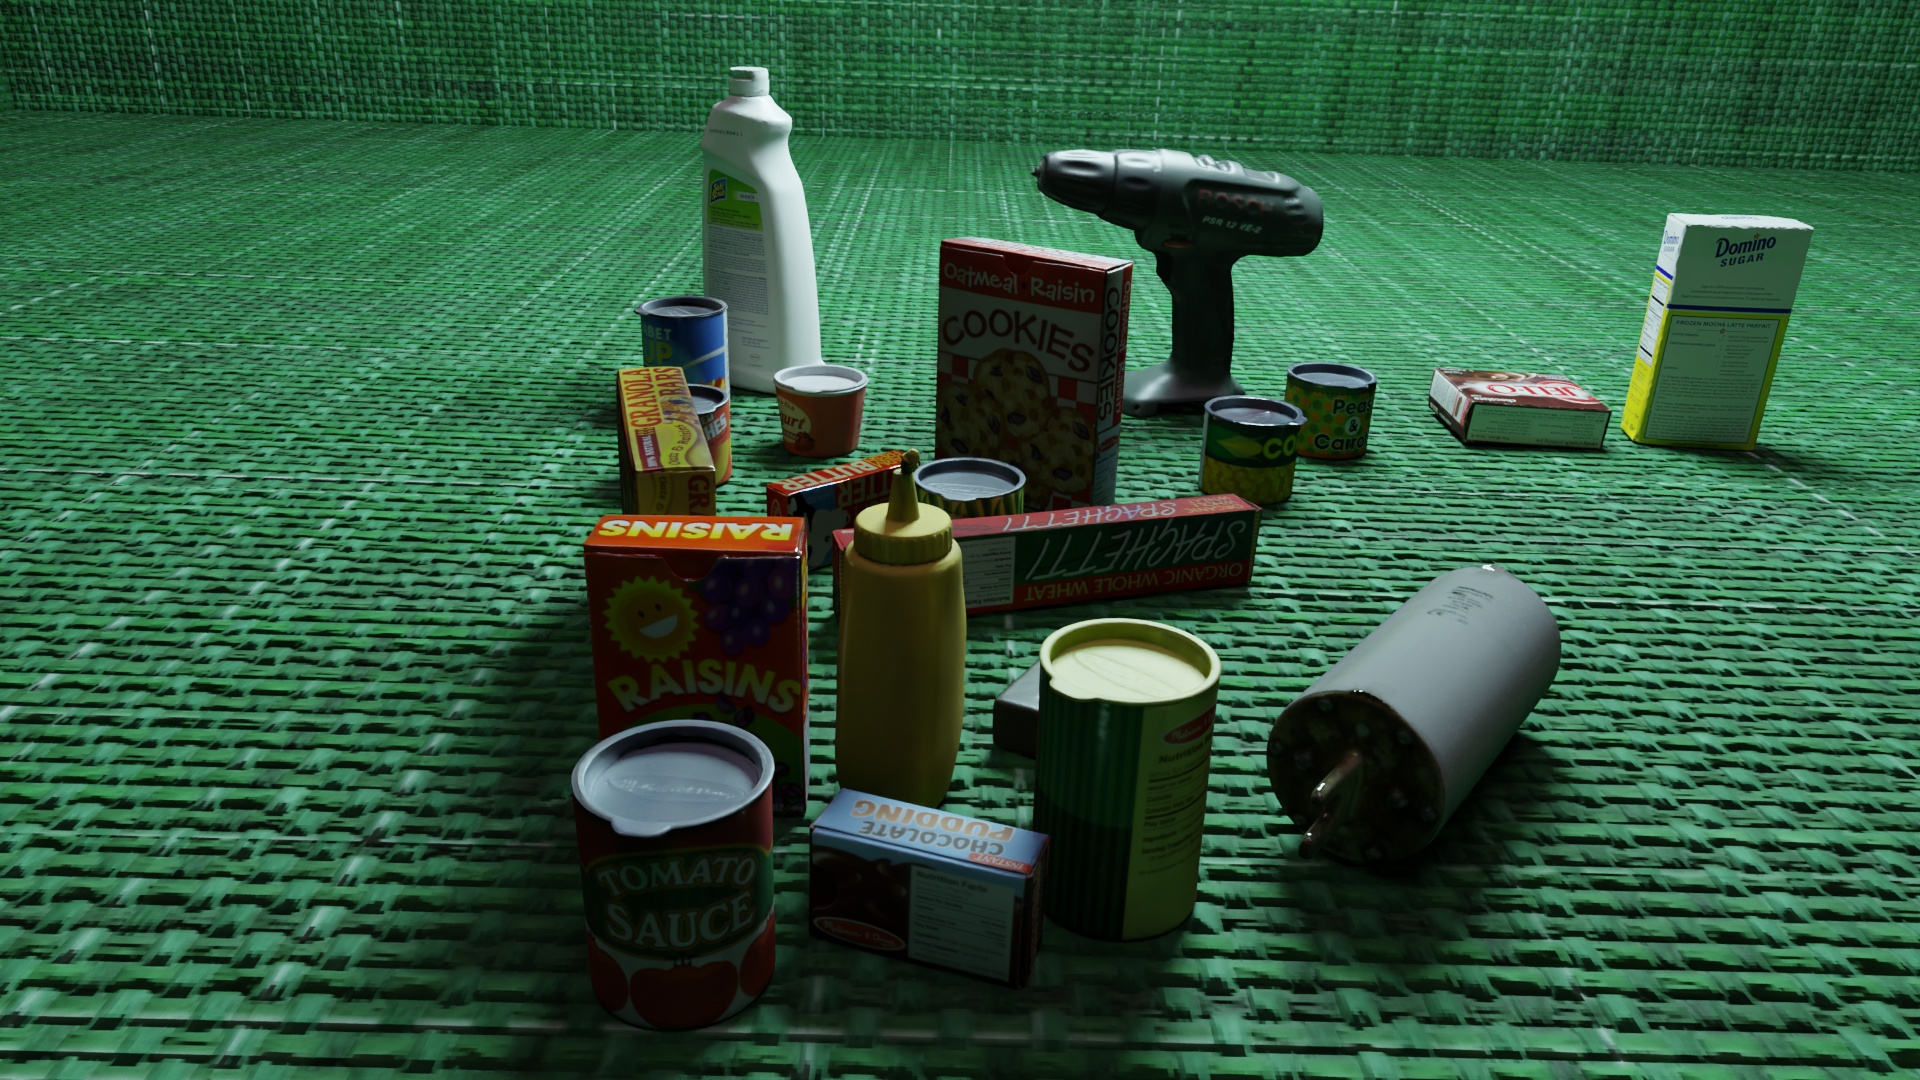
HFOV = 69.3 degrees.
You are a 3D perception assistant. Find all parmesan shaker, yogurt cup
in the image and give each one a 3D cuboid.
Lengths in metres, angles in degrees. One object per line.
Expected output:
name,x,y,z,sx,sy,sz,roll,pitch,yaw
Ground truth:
parmesan shaker,0.058,0.090,0.524,0.071,0.102,0.071,2,23,-1
yogurt cup,-0.101,-0.094,1.010,0.072,0.053,0.073,2,23,-1

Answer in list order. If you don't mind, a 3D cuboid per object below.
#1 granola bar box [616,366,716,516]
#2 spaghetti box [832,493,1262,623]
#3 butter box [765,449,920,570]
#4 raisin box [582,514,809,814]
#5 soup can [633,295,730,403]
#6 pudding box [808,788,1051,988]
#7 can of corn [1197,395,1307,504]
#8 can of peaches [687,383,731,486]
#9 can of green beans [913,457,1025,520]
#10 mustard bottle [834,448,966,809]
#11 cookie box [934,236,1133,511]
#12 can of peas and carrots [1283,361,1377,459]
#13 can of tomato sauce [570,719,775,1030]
granola bar box,-0.151,-0.007,0.710,0.039,0.123,0.166,-4,24,-15
spaghetti box,0.051,0.010,0.781,0.251,0.050,0.029,-6,24,-18
butter box,-0.069,-0.018,0.833,0.104,0.053,0.024,-19,30,-40
raisin box,-0.106,0.052,0.574,0.086,0.122,0.040,1,22,-1
soup can,-0.215,-0.141,1.073,0.071,0.083,0.071,2,23,-1
pudding box,-0.012,0.125,0.504,0.084,0.049,0.030,9,24,16
can of corn,0.200,-0.062,0.954,0.071,0.058,0.071,2,23,-1
can of peaches,-0.187,-0.069,0.938,0.071,0.057,0.071,2,23,-1
can of green beans,0.004,-0.011,0.818,0.071,0.057,0.071,2,23,-1
mustard bottle,-0.024,0.036,0.573,0.049,0.159,0.065,7,23,13
cookie box,0.044,-0.107,0.907,0.123,0.166,0.040,16,26,29
can of peas and carrots,0.277,-0.097,1.043,0.071,0.058,0.071,2,23,-1
can of tomato sauce,-0.097,0.115,0.478,0.071,0.082,0.071,2,23,-1
